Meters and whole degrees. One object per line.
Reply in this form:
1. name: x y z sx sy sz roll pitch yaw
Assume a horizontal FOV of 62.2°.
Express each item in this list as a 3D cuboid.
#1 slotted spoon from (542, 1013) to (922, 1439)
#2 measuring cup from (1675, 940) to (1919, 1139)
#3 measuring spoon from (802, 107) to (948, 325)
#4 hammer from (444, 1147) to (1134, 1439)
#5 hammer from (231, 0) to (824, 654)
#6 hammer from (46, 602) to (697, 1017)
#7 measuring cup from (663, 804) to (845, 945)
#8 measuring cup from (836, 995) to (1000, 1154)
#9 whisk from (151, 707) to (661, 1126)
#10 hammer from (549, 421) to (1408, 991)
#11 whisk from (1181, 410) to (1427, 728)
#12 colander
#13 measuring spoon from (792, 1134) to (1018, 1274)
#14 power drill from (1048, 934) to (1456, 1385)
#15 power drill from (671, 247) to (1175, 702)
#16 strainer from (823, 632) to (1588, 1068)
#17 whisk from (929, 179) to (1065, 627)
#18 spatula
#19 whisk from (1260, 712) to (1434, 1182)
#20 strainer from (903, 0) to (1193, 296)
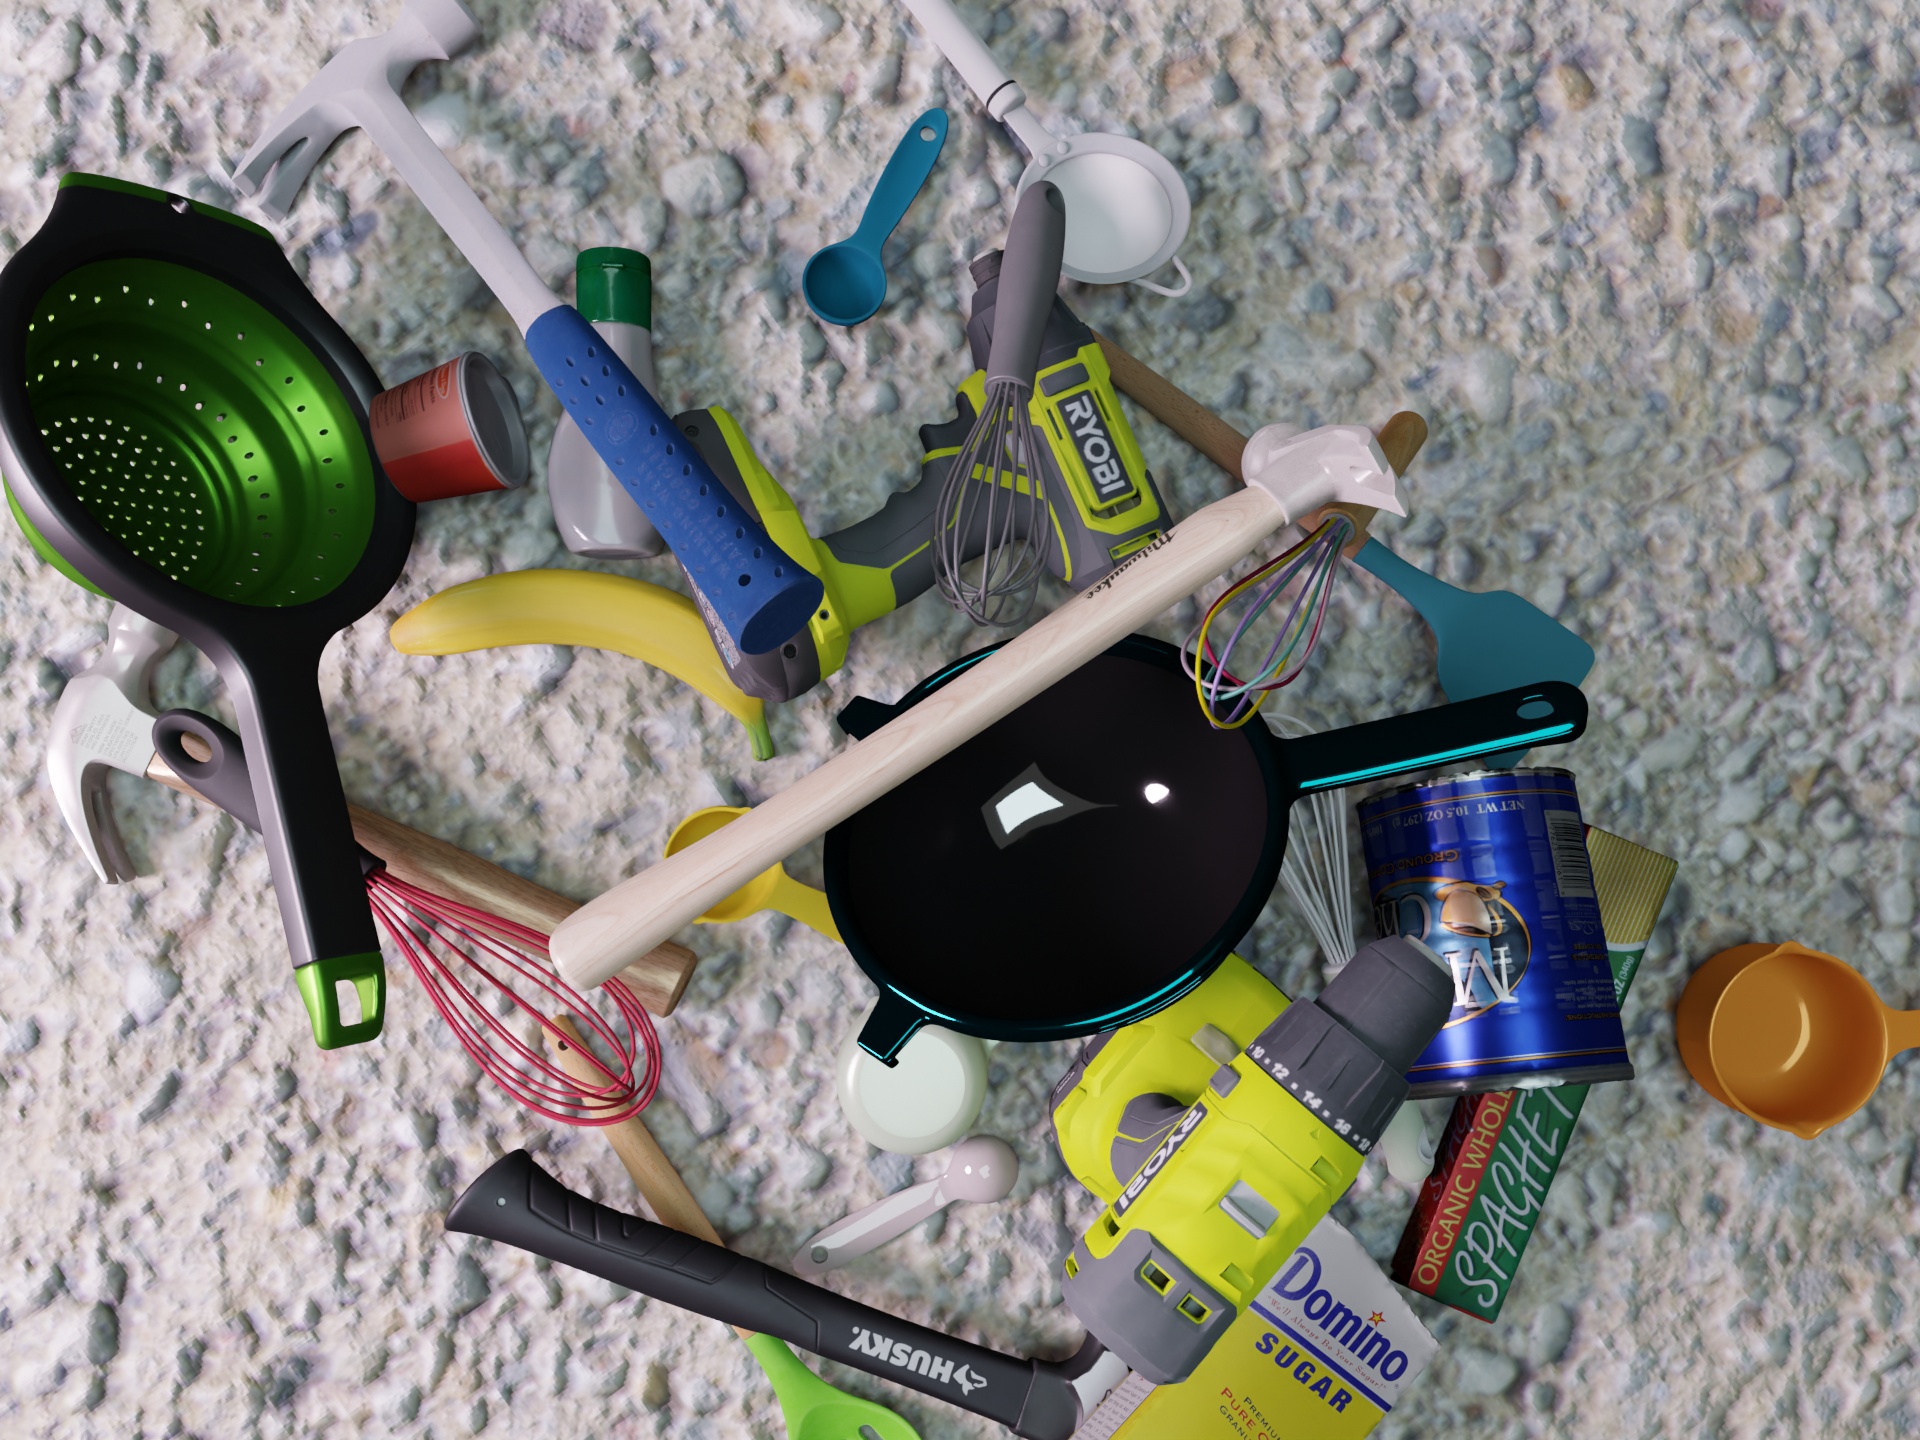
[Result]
1. slotted spoon: -0.113 0.277 0.782 0.070 0.031 0.314 -34 88 -4
2. measuring cup: 0.442 0.150 0.787 0.173 0.052 0.095 -5 89 -3
3. measuring spoon: -0.039 -0.253 0.804 0.042 0.021 0.129 27 79 0
4. hammer: -0.081 0.286 0.754 0.334 0.035 0.146 22 76 -5
5. hammer: -0.193 -0.179 0.712 0.144 0.035 0.406 -40 66 1
6. hammer: -0.287 0.065 0.779 0.331 0.031 0.130 25 88 -1
7. measuring cup: -0.074 0.091 0.793 0.156 0.029 0.062 27 88 -13
8. measuring cup: 0.016 0.154 0.781 0.167 0.038 0.083 -28 90 0
9. whisk: -0.260 0.087 0.738 0.296 0.073 0.073 37 88 5
10. hammer: -0.001 -0.002 0.681 0.410 0.146 0.038 -33 103 3
11. whisk: 0.165 -0.080 0.728 0.047 0.051 0.245 44 52 -4
12. colander: -0.339 -0.040 0.715 0.094 0.204 0.397 -22 79 29
13. measuring spoon: -0.028 0.245 0.788 0.124 0.018 0.034 -27 90 -1
14. power drill: 0.117 0.163 0.688 0.080 0.228 0.190 40 88 -1
15. power drill: -0.026 -0.117 0.756 0.223 0.080 0.171 -24 90 -15
16. strainer: 0.111 0.052 0.729 0.340 0.095 0.211 -13 52 8
17. whisk: 0.025 -0.147 0.712 0.055 0.055 0.239 10 66 -1
18. spatula: 0.178 -0.099 0.801 0.317 0.044 0.082 38 89 4
19. whisk: 0.187 0.113 0.788 0.059 0.058 0.246 -17 93 33
20. strainer: 0.029 -0.302 0.792 0.087 0.050 0.258 -35 84 -12
